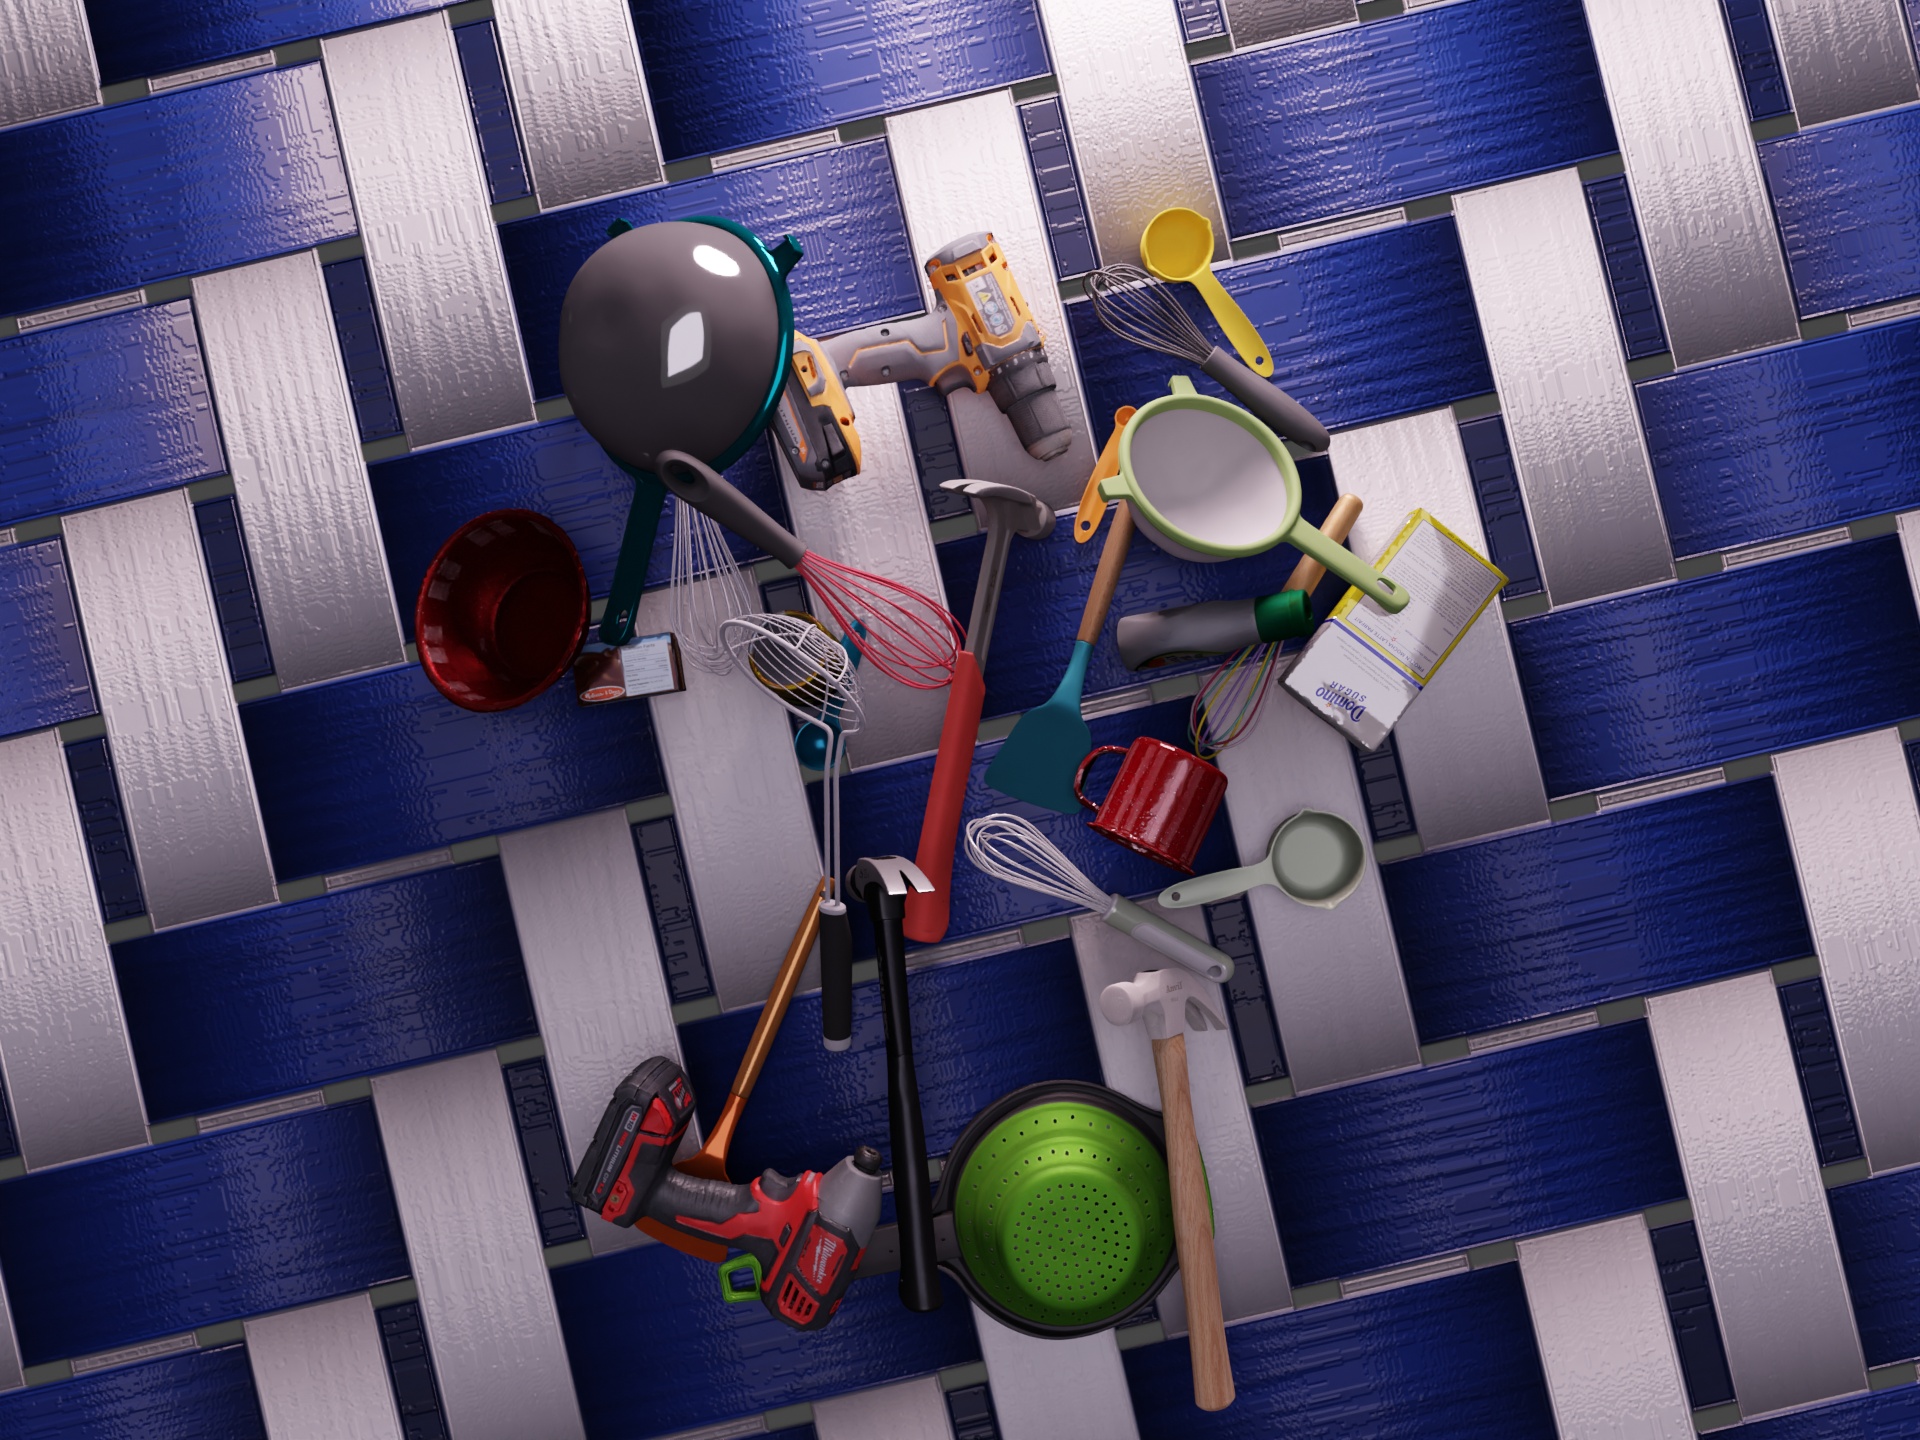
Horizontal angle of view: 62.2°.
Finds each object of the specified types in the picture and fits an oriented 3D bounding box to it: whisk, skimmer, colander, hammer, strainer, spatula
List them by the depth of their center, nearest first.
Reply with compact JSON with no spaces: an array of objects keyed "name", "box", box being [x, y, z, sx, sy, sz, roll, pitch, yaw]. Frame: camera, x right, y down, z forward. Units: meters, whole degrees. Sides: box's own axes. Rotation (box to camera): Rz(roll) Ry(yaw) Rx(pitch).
[{"name":"hammer","box":[-0.042,0.267,1.189,0.035,0.146,0.335,-3,82,-17]},{"name":"skimmer","box":[-0.120,0.093,1.197,0.127,0.090,0.363,16,114,42]},{"name":"strainer","box":[-0.250,-0.226,1.204,0.211,0.095,0.340,16,94,30]},{"name":"whisk","box":[-0.109,-0.113,1.215,0.295,0.073,0.073,35,89,-23]},{"name":"hammer","box":[0.174,0.354,1.216,0.031,0.130,0.331,-9,87,39]},{"name":"hammer","box":[-0.002,-0.004,1.229,0.037,0.149,0.359,15,96,27]},{"name":"colander","box":[0.003,0.407,1.231,0.397,0.094,0.204,-12,89,0]},{"name":"strainer","box":[0.229,-0.148,1.244,0.256,0.069,0.151,33,58,0]},{"name":"whisk","box":[0.111,0.143,1.253,0.246,0.059,0.057,29,117,-7]},{"name":"whisk","box":[-0.214,-0.174,1.266,0.070,0.070,0.285,-11,84,0]},{"name":"whisk","box":[0.197,-0.287,1.270,0.239,0.055,0.055,35,89,-4]},{"name":"whisk","box":[0.252,-0.075,1.270,0.047,0.051,0.245,34,85,-22]},{"name":"spatula","box":[-0.167,0.275,1.272,0.081,0.041,0.322,23,85,2]},{"name":"spatula","box":[0.106,-0.085,1.277,0.082,0.044,0.317,18,85,2]}]

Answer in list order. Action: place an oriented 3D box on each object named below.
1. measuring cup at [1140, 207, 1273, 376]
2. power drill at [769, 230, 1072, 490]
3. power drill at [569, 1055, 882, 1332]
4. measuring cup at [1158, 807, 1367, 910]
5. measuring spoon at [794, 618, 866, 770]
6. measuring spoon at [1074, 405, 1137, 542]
[{"name":"measuring cup","box":[0.202,-0.341,1.283,0.062,0.029,0.156,-38,101,-1]},{"name":"power drill","box":[-0.035,-0.258,1.254,0.226,0.084,0.185,-26,90,-5]},{"name":"power drill","box":[-0.168,0.350,1.203,0.219,0.078,0.143,27,97,5]},{"name":"measuring cup","box":[0.237,0.121,1.265,0.167,0.038,0.083,-15,89,2]},{"name":"measuring spoon","box":[-0.098,-0.020,1.281,0.042,0.021,0.129,15,80,13]},{"name":"measuring spoon","box":[0.117,-0.198,1.285,0.021,0.011,0.117,21,93,10]}]
